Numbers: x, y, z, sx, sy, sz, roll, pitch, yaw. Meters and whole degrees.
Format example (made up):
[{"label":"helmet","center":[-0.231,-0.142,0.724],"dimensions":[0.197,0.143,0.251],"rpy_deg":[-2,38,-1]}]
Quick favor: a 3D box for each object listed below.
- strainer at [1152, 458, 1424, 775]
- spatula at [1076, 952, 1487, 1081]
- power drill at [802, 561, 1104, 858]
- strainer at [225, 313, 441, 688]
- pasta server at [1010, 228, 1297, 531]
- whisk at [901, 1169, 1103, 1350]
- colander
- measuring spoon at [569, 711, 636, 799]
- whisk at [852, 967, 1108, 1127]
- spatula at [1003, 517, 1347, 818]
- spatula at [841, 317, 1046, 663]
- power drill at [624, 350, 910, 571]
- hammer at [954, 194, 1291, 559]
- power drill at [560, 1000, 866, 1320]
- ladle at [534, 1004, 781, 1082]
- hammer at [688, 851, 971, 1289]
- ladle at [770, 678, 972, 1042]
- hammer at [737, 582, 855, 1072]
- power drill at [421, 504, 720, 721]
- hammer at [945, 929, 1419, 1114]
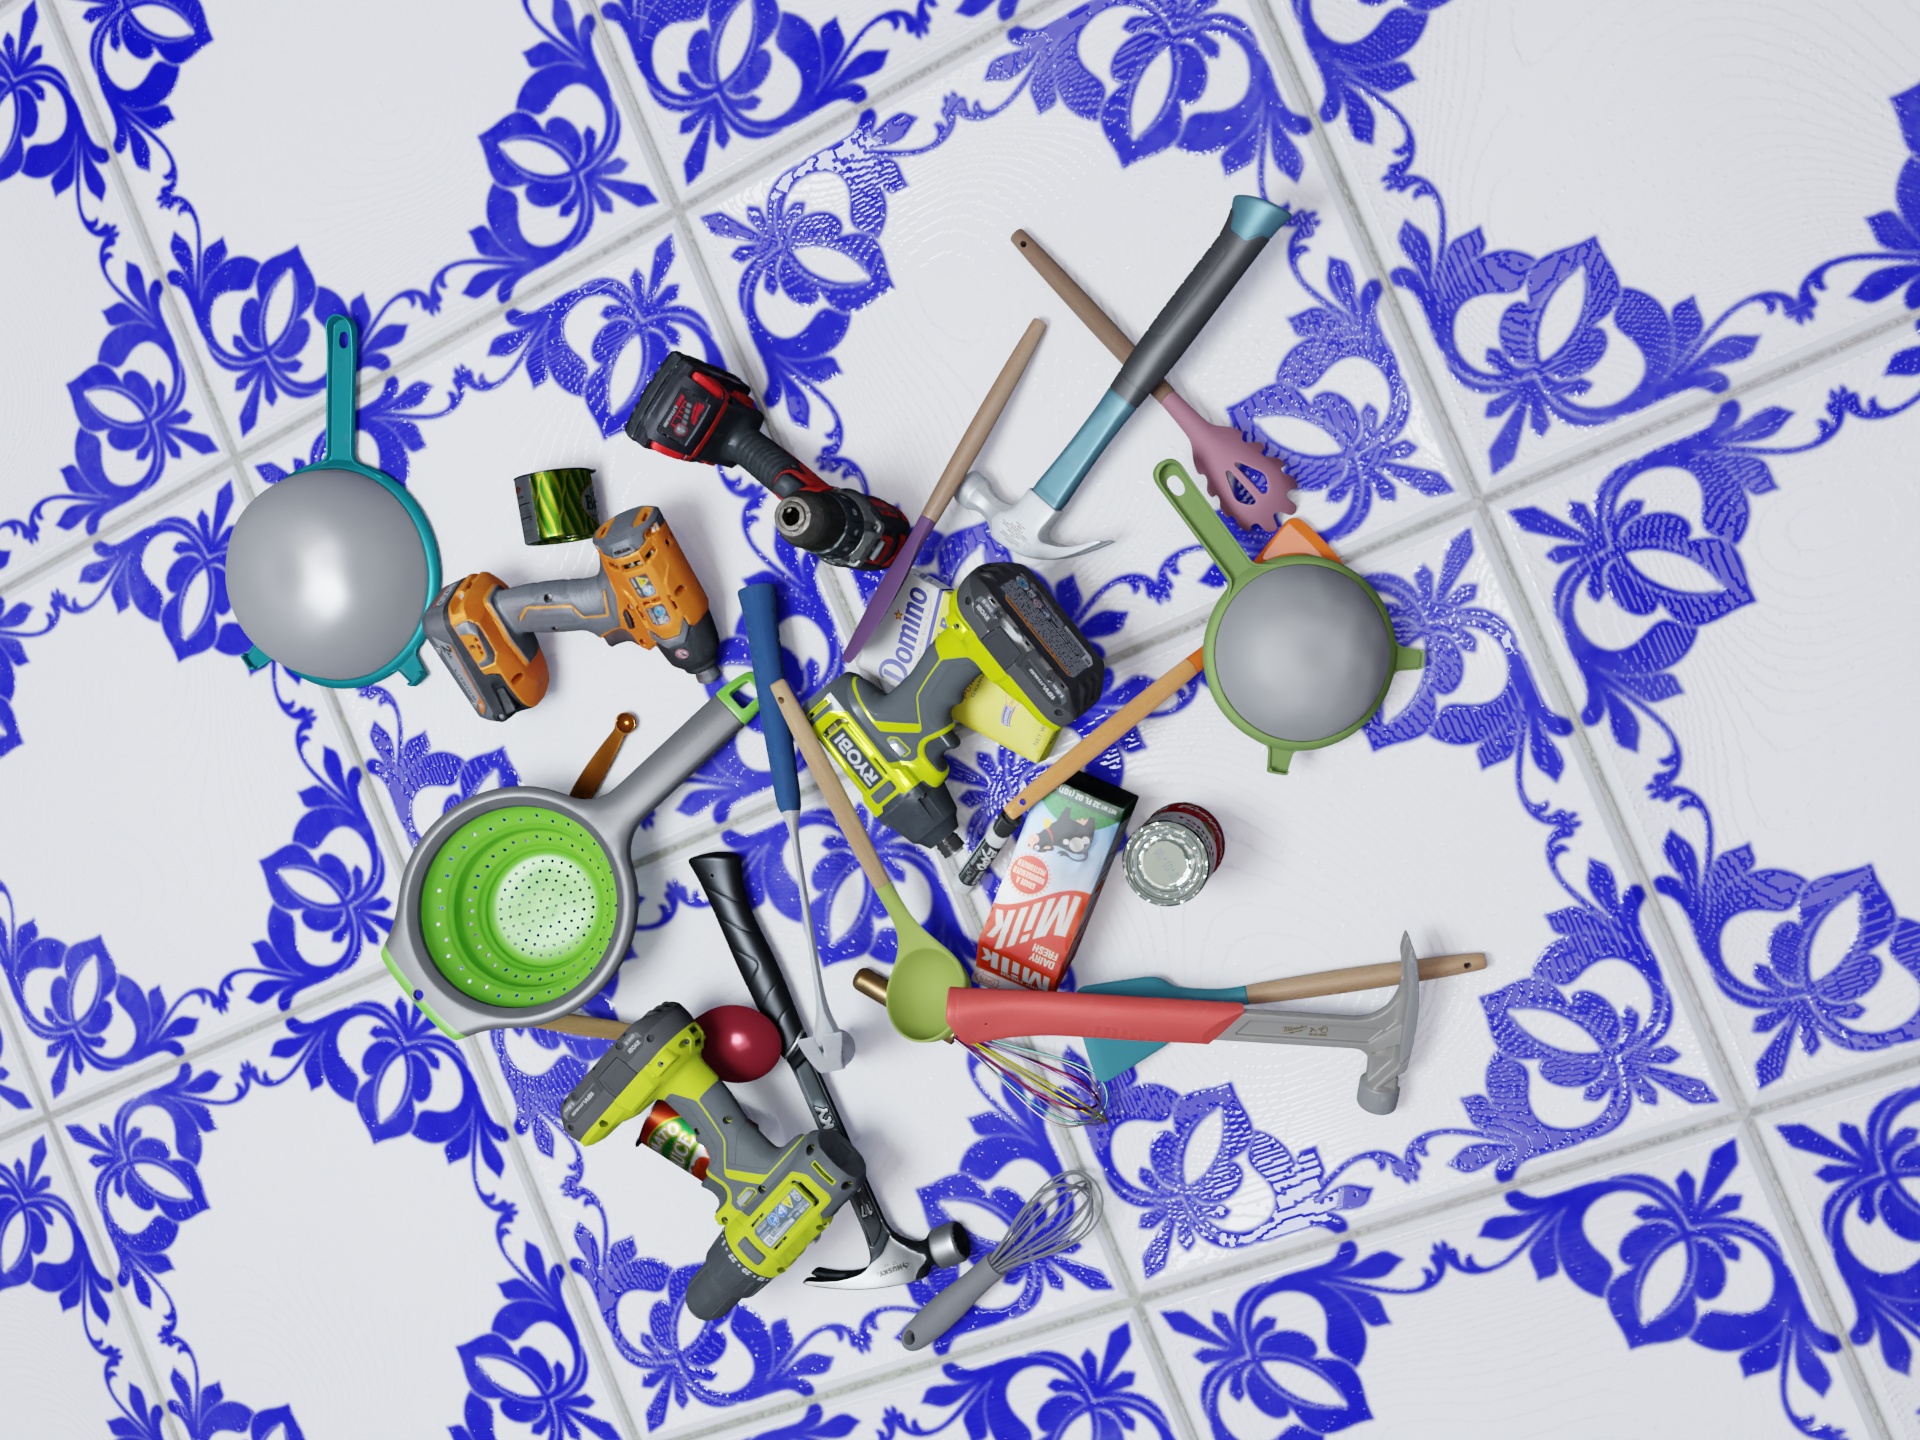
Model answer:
[{"label":"strainer","center":[0.230,-0.093,1.188],"dimensions":[0.151,0.069,0.256],"rpy_deg":[-38,95,-2]},{"label":"spatula","center":[0.253,0.219,1.255],"dimensions":[0.317,0.044,0.082],"rpy_deg":[-12,98,15]},{"label":"power drill","center":[-0.002,-0.004,1.244],"dimensions":[0.223,0.080,0.171],"rpy_deg":[-40,88,33]},{"label":"strainer","center":[-0.580,-0.194,1.425],"dimensions":[0.211,0.095,0.340],"rpy_deg":[6,97,15]},{"label":"pasta server","center":[0.147,-0.273,1.254],"dimensions":[0.060,0.040,0.316],"rpy_deg":[-43,79,15]},{"label":"whisk","center":[0.031,0.461,1.338],"dimensions":[0.055,0.055,0.239],"rpy_deg":[46,109,7]},{"label":"colander","center":[-0.314,0.107,1.390],"dimensions":[0.397,0.094,0.204],"rpy_deg":[-43,82,-4]},{"label":"measuring spoon","center":[-0.321,0.040,1.418],"dimensions":[0.021,0.011,0.117],"rpy_deg":[37,107,10]},{"label":"whisk","center":[0.016,0.270,1.326],"dimensions":[0.245,0.047,0.051],"rpy_deg":[27,102,15]},{"label":"spatula","center":[0.162,-0.029,1.232],"dimensions":[0.322,0.041,0.081],"rpy_deg":[-39,87,-7]},{"label":"spatula","center":[-0.012,-0.183,1.270],"dimensions":[0.018,0.060,0.316],"rpy_deg":[30,87,-17]},{"label":"power drill","center":[-0.156,-0.198,1.263],"dimensions":[0.227,0.188,0.080],"rpy_deg":[37,102,14]},{"label":"hammer","center":[0.133,-0.261,1.224],"dimensions":[0.128,0.033,0.331],"rpy_deg":[44,113,15]},{"label":"power drill","center":[-0.215,0.365,1.313],"dimensions":[0.228,0.080,0.190],"rpy_deg":[43,101,7]},{"label":"ladle","center":[-0.302,0.273,1.406],"dimensions":[0.315,0.031,0.069],"rpy_deg":[3,96,24]},{"label":"hammer","center":[-0.139,0.300,1.376],"dimensions":[0.149,0.036,0.409],"rpy_deg":[-26,87,17]},{"label":"ladle","center":[-0.079,0.114,1.277],"dimensions":[0.078,0.062,0.320],"rpy_deg":[-21,102,27]},{"label":"hammer","center":[-0.137,0.085,1.306],"dimensions":[0.035,0.144,0.406],"rpy_deg":[-10,81,-2]},{"label":"power drill","center":[-0.321,-0.076,1.358],"dimensions":[0.226,0.084,0.164],"rpy_deg":[-17,121,15]},{"label":"hammer","center":[0.169,0.225,1.231],"dimensions":[0.359,0.037,0.149],"rpy_deg":[3,110,3]}]
